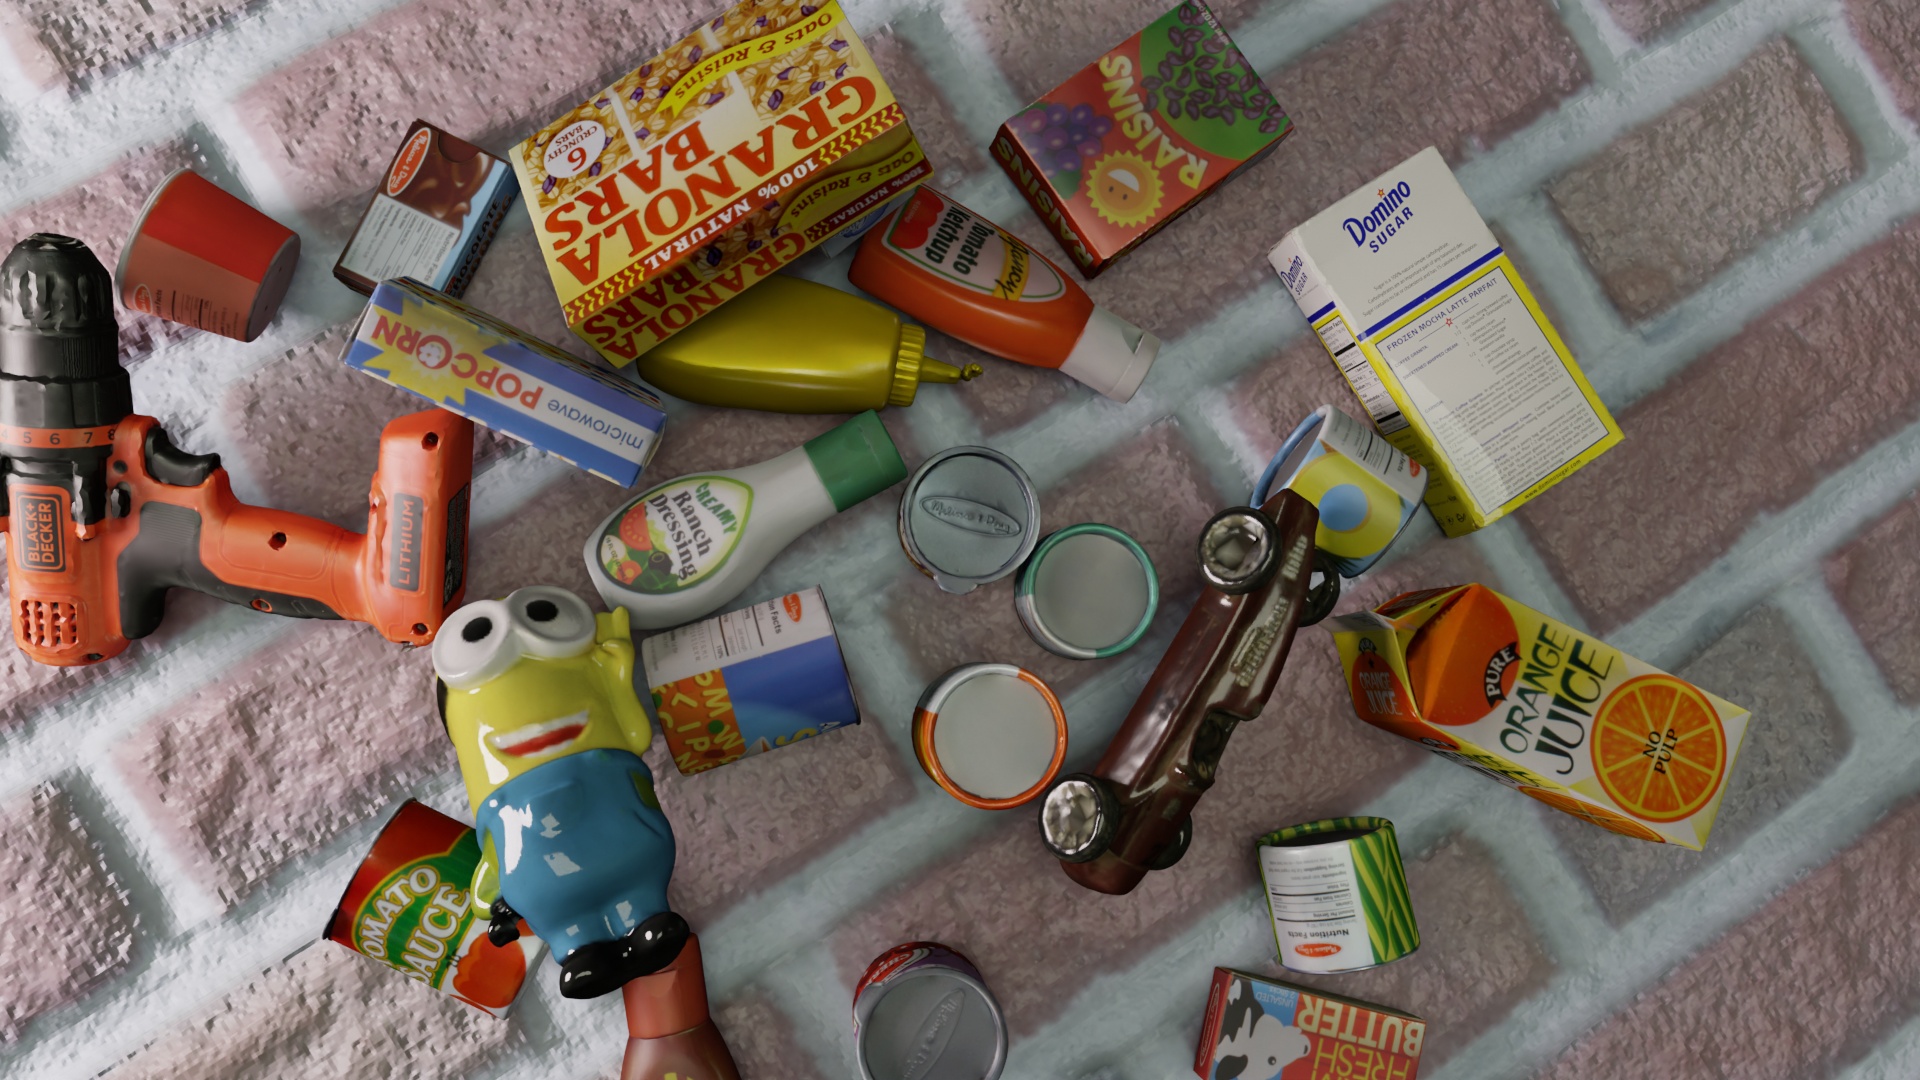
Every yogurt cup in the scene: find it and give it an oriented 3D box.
[{"bbox_3d":[-0.331,-0.123,0.617,0.054,0.072,0.072,24,82,-17],"label":"yogurt cup"}]

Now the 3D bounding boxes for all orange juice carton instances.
[{"bbox_3d":[0.267,0.076,0.672,0.193,0.071,0.073,25,82,-5],"label":"orange juice carton"}]

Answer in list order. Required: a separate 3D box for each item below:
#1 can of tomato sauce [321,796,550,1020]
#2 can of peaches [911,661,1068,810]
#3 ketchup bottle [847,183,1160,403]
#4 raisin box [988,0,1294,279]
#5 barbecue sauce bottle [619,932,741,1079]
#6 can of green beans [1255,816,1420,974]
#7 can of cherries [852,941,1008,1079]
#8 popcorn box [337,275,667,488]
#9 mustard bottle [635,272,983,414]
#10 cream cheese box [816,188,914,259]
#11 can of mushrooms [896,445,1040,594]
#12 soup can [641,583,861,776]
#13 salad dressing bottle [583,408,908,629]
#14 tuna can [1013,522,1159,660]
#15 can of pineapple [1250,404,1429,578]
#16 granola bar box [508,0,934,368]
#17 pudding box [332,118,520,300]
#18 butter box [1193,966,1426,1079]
[{"bbox_3d":[-0.218,0.160,0.601,0.083,0.071,0.071,27,82,-5],"label":"can of tomato sauce"},{"bbox_3d":[0.014,0.091,0.644,0.071,0.058,0.071,1,84,-7],"label":"can of peaches"},{"bbox_3d":[0.023,-0.116,0.670,0.149,0.043,0.065,28,53,-5],"label":"ketchup bottle"},{"bbox_3d":[0.090,-0.201,0.692,0.123,0.040,0.086,-36,91,-10],"label":"raisin box"},{"bbox_3d":[-0.124,0.253,0.618,0.065,0.043,0.148,-9,85,-7],"label":"barbecue sauce bottle"},{"bbox_3d":[0.177,0.166,0.654,0.071,0.071,0.058,-11,86,-8],"label":"can of green beans"},{"bbox_3d":[-0.017,0.218,0.628,0.071,0.058,0.071,1,86,-7],"label":"can of cherries"},{"bbox_3d":[-0.193,-0.070,0.603,0.127,0.085,0.038,25,95,-18],"label":"popcorn box"},{"bbox_3d":[-0.069,-0.089,0.654,0.160,0.048,0.065,10,71,-8],"label":"mustard bottle"},{"bbox_3d":[-0.073,-0.179,0.651,0.053,0.024,0.104,-39,58,-9],"label":"cream cheese box"},{"bbox_3d":[0.002,-0.008,0.665,0.071,0.033,0.071,1,84,-8],"label":"can of mushrooms"},{"bbox_3d":[-0.093,0.066,0.630,0.084,0.071,0.071,-17,87,-8],"label":"soup can"},{"bbox_3d":[-0.097,-0.012,0.640,0.148,0.044,0.064,-28,67,-5],"label":"salad dressing bottle"},{"bbox_3d":[0.062,0.023,0.670,0.071,0.033,0.071,1,85,-7],"label":"tuna can"},{"bbox_3d":[0.182,-0.023,0.674,0.058,0.071,0.071,34,82,-2],"label":"can of pineapple"},{"bbox_3d":[-0.109,-0.168,0.617,0.165,0.039,0.124,-30,58,5],"label":"granola bar box"},{"bbox_3d":[-0.247,-0.146,0.647,0.050,0.030,0.084,25,82,-3],"label":"pudding box"},{"bbox_3d":[0.168,0.243,0.666,0.103,0.024,0.053,15,82,-6],"label":"butter box"}]
